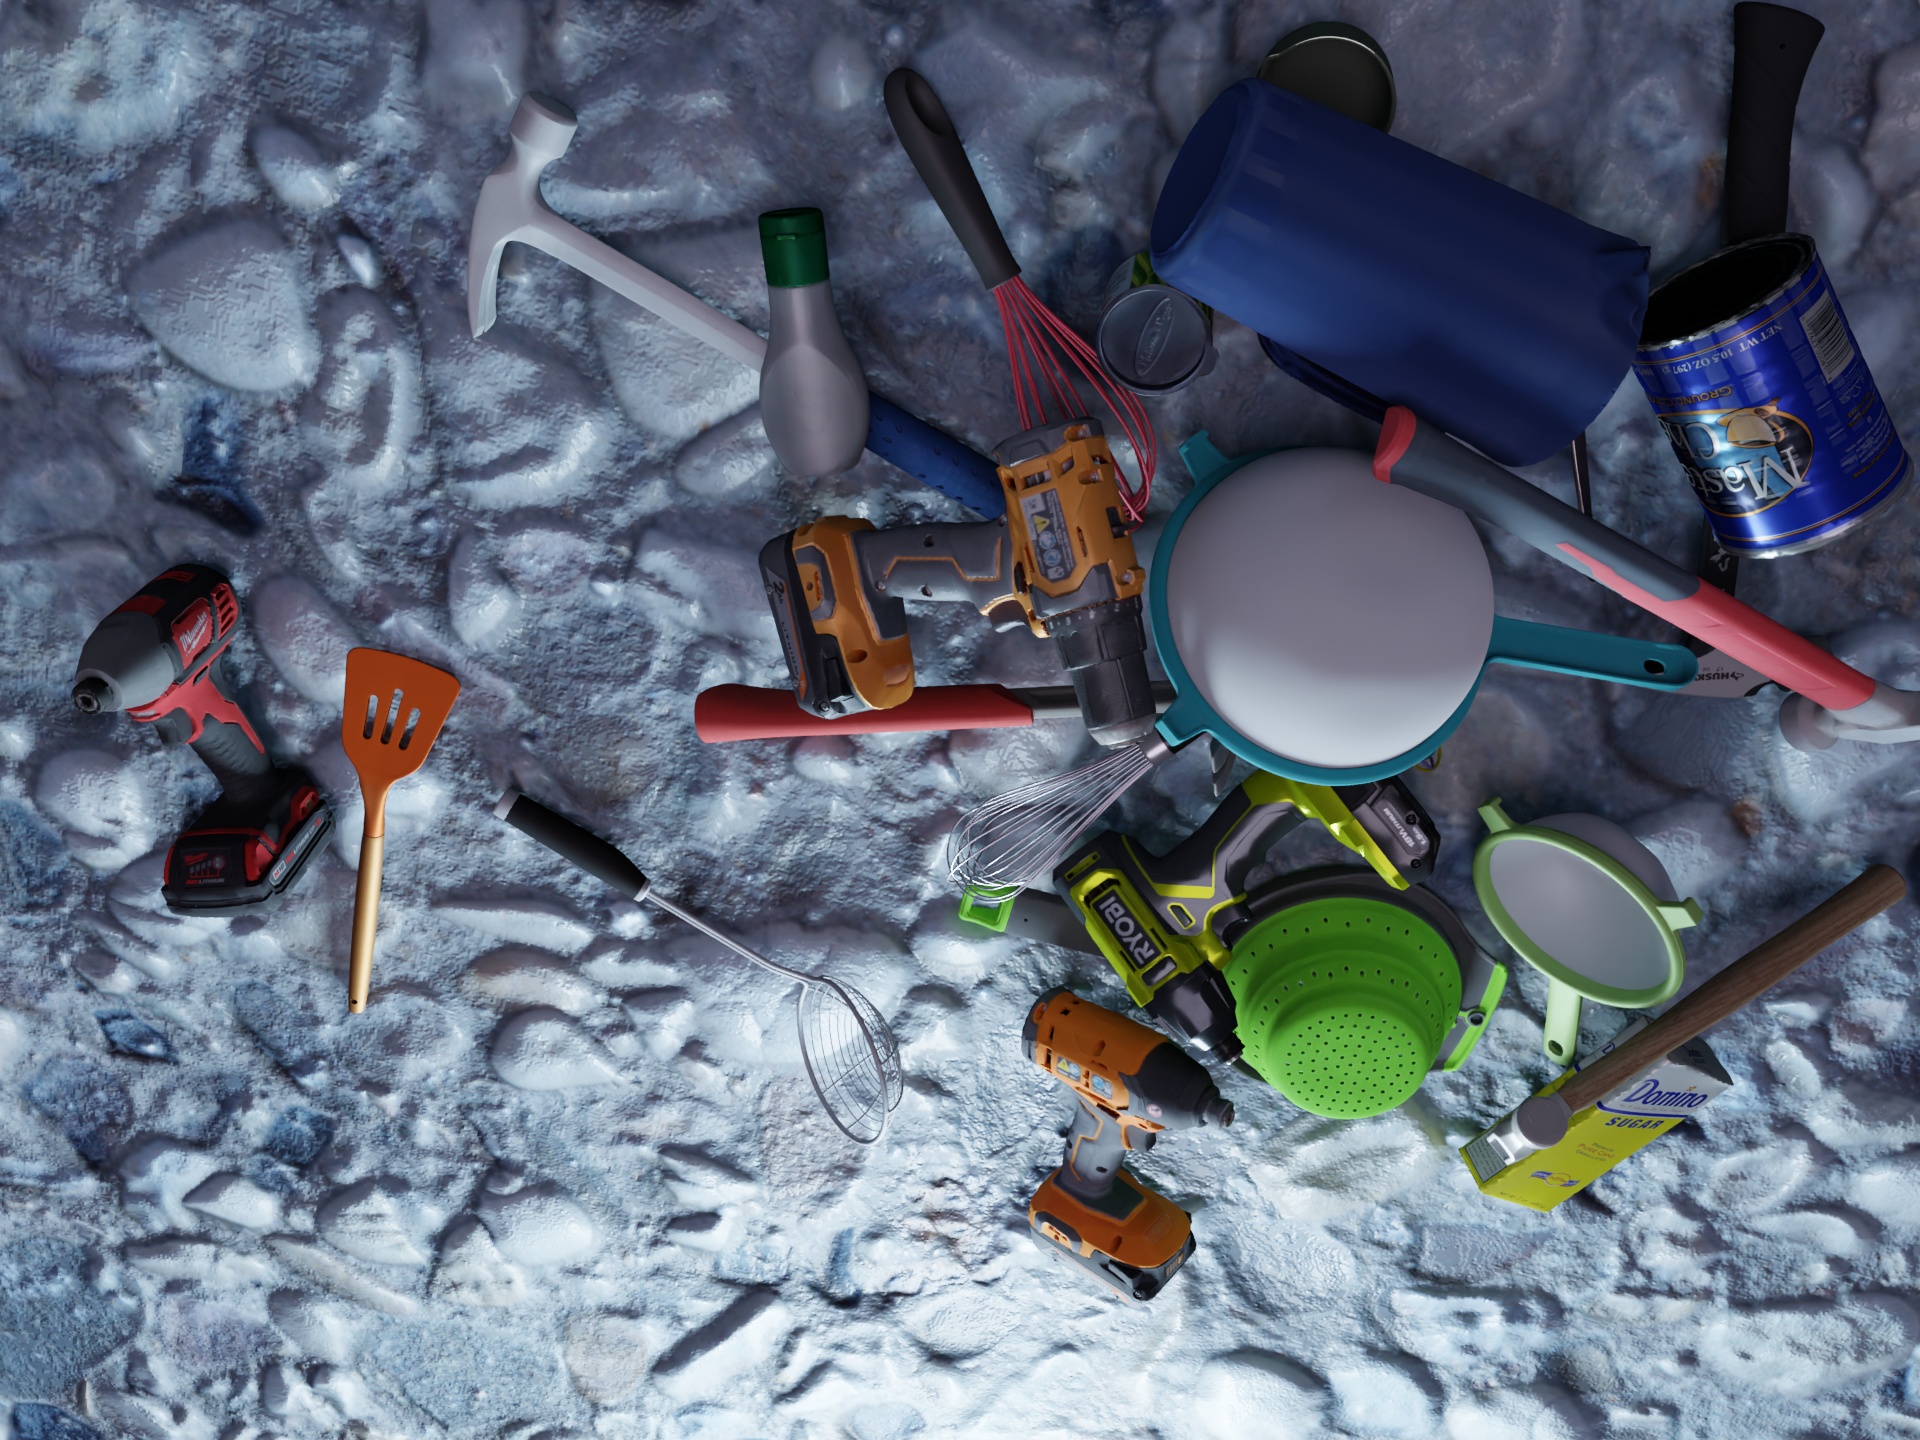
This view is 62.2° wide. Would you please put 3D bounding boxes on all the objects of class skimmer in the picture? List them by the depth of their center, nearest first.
[{"bbox_3d":[-0.193,0.178,1.154,0.363,0.090,0.127,34,148,-10],"label":"skimmer"}]

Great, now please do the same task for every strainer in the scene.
[{"bbox_3d":[0.283,-0.065,0.913,0.340,0.211,0.095,9,164,-7],"label":"strainer"},{"bbox_3d":[0.432,0.148,1.089,0.152,0.069,0.256,32,153,37],"label":"strainer"}]

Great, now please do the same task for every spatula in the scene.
[{"bbox_3d":[-0.429,0.094,1.171,0.081,0.041,0.322,17,123,-3],"label":"spatula"}]

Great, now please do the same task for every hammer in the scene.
[{"bbox_3d":[0.394,-0.077,0.869,0.386,0.038,0.143,24,163,-17],"label":"hammer"},{"bbox_3d":[0.444,-0.195,0.920,0.149,0.036,0.408,-4,118,9],"label":"hammer"},{"bbox_3d":[-0.107,-0.207,0.965,0.405,0.035,0.144,29,117,-10],"label":"hammer"},{"bbox_3d":[-0.002,-0.003,1.021,0.359,0.149,0.036,-3,125,14],"label":"hammer"},{"bbox_3d":[0.487,0.193,1.051,0.331,0.031,0.130,-31,158,-8],"label":"hammer"}]

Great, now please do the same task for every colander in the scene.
[{"bbox_3d":[0.191,0.193,1.122,0.397,0.095,0.204,14,119,-2],"label":"colander"}]

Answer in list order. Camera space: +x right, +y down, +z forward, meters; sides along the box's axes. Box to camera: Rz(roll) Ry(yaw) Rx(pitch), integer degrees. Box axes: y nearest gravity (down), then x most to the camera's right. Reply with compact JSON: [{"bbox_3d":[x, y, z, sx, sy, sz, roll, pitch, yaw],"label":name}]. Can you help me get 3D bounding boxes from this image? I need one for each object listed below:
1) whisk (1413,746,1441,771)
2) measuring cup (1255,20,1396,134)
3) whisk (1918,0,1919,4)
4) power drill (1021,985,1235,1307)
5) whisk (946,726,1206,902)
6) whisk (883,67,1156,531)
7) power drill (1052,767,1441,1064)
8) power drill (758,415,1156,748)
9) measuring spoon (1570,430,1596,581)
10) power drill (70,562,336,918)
[{"bbox_3d":[0.241,-0.064,1.012,0.047,0.051,0.244,-41,106,-13],"label":"whisk"},{"bbox_3d":[0.170,-0.314,0.886,0.083,0.038,0.167,32,134,-17],"label":"measuring cup"},{"bbox_3d":[0.532,-0.333,0.829,0.058,0.059,0.246,3,133,49],"label":"whisk"},{"bbox_3d":[0.124,0.320,1.174,0.164,0.084,0.226,20,126,35],"label":"power drill"},{"bbox_3d":[0.105,0.035,1.068,0.284,0.070,0.070,-35,110,17],"label":"whisk"},{"bbox_3d":[0.035,-0.238,0.924,0.073,0.073,0.295,-25,108,18],"label":"whisk"},{"bbox_3d":[0.194,0.105,1.044,0.223,0.080,0.171,-39,80,15],"label":"power drill"},{"bbox_3d":[0.005,-0.059,0.936,0.226,0.084,0.185,-14,93,31],"label":"power drill"},{"bbox_3d":[0.375,-0.144,0.942,0.018,0.034,0.124,-3,101,40],"label":"measuring spoon"},{"bbox_3d":[-0.513,0.019,1.070,0.078,0.143,0.219,-4,121,10],"label":"power drill"}]
